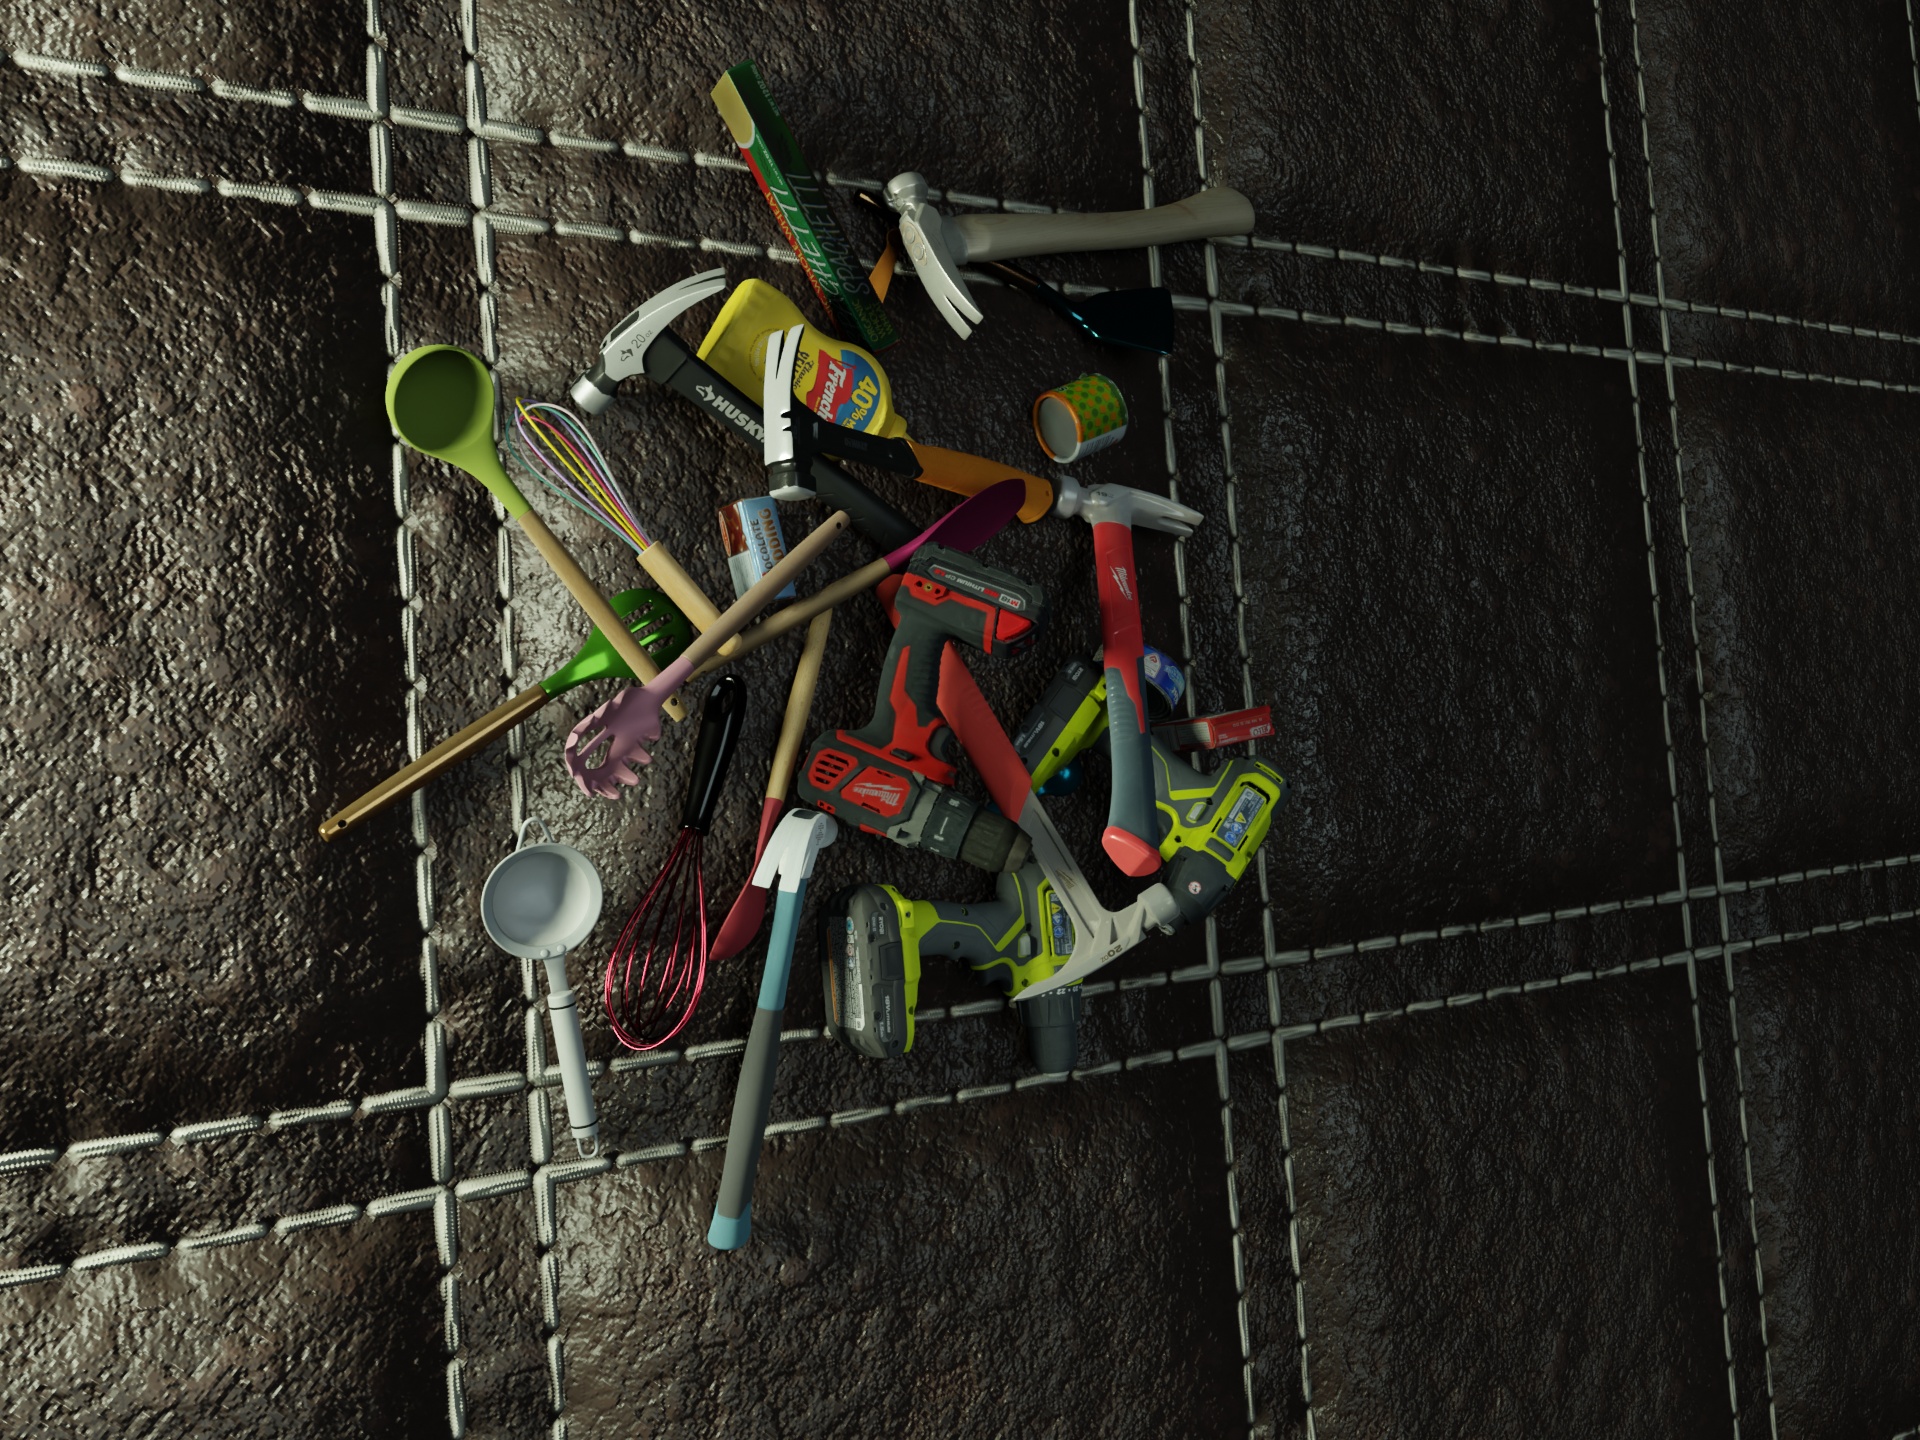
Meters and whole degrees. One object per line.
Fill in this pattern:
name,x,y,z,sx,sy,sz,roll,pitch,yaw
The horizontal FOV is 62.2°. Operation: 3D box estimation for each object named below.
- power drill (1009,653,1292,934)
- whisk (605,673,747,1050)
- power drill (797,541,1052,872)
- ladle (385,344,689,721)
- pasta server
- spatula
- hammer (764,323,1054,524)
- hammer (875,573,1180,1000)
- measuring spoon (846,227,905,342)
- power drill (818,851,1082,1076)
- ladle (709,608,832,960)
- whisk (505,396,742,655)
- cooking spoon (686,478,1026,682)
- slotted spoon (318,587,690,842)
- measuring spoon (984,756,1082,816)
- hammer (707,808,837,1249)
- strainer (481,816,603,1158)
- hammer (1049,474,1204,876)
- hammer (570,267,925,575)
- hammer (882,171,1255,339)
power drill,0.148,0.062,1.348,0.223,0.080,0.171,35,68,5
whisk,-0.205,0.102,1.200,0.073,0.073,0.296,21,69,-28
power drill,-0.002,-0.004,1.238,0.188,0.080,0.227,23,81,6
ladle,-0.296,-0.129,1.148,0.078,0.062,0.320,-40,100,-20
pasta server,-0.180,-0.059,1.178,0.316,0.040,0.060,-48,122,-29
spatula,0.051,-0.404,1.408,0.317,0.044,0.082,19,57,-27
hammer,-0.031,-0.215,1.280,0.336,0.034,0.127,6,80,-52
hammer,0.023,0.041,1.283,0.149,0.036,0.359,-29,78,-7
measuring spoon,-0.073,-0.367,1.352,0.021,0.011,0.117,26,76,-21
power drill,0.006,0.208,1.305,0.228,0.080,0.190,-3,86,-34
ladle,-0.141,0.039,1.251,0.031,0.069,0.316,14,71,-3
whisk,-0.251,-0.144,1.192,0.051,0.047,0.245,-45,103,-24
cooking spoon,-0.081,-0.112,1.270,0.319,0.068,0.017,-30,63,-14
slotted spoon,-0.323,-0.004,1.157,0.314,0.031,0.070,-37,99,-27
measuring spoon,0.060,0.065,1.381,0.128,0.021,0.042,-31,101,-30
hammer,-0.146,0.231,1.208,0.033,0.128,0.331,10,87,7
strainer,-0.292,0.194,1.150,0.087,0.050,0.258,-12,97,-25
hammer,0.151,-0.043,1.332,0.143,0.038,0.387,11,54,-17
hammer,-0.128,-0.213,1.255,0.334,0.146,0.035,35,25,-31
hammer,0.124,-0.432,1.431,0.410,0.038,0.146,-18,76,-36
